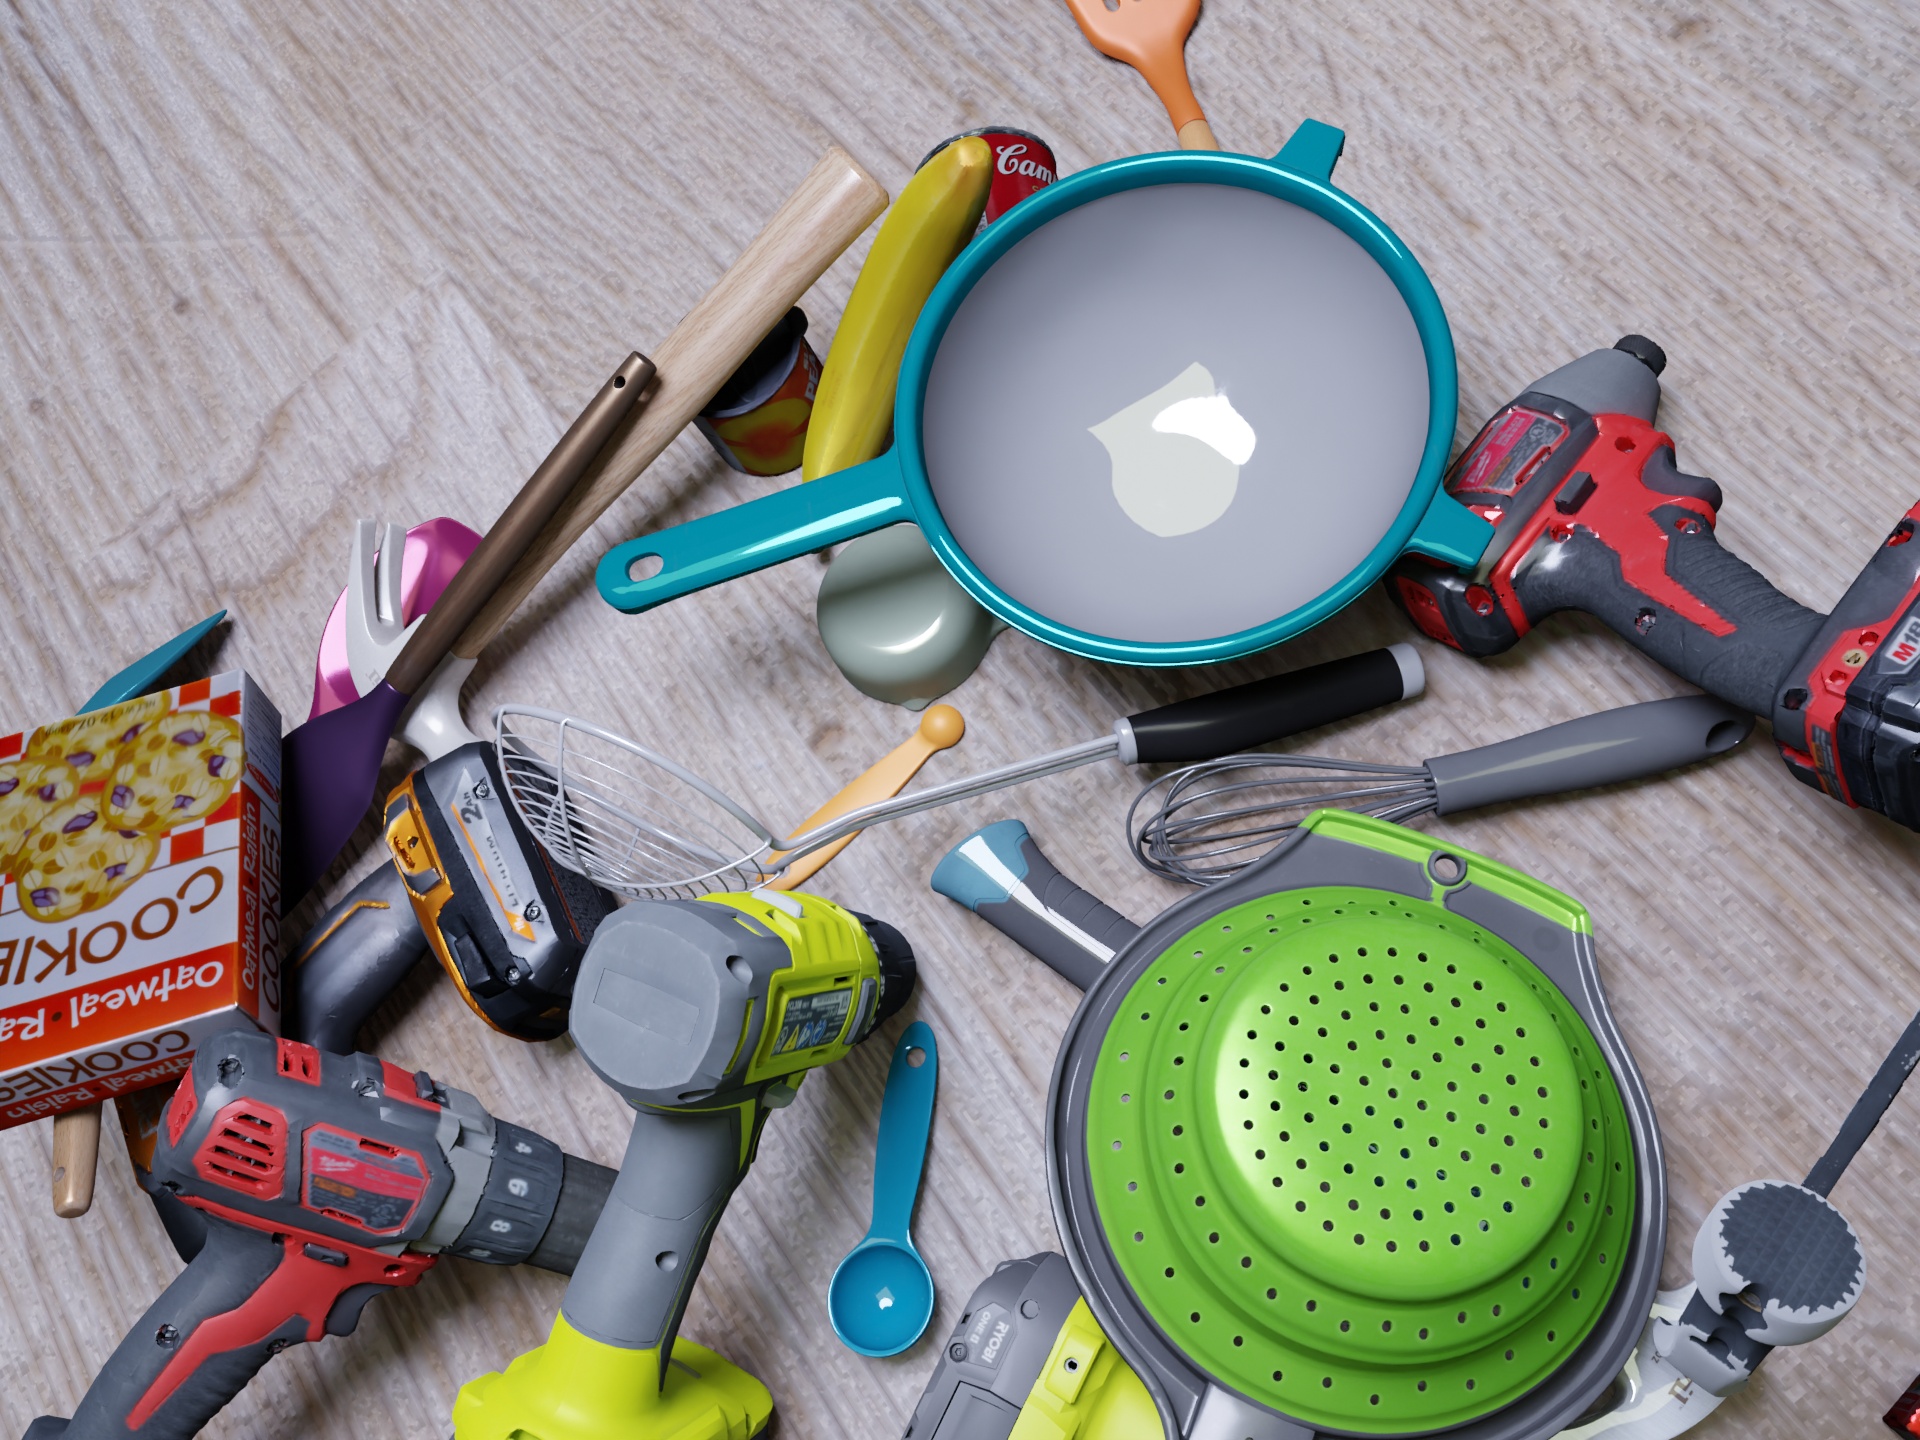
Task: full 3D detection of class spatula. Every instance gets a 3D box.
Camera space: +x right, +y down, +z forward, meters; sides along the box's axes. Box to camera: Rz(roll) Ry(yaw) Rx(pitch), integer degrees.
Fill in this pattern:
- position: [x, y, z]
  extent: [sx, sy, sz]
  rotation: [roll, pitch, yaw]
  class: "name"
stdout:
- position: [-0.234, -0.036, 0.700]
  extent: [0.060, 0.018, 0.316]
  rotation: [44, 103, 11]
  class: "spatula"
- position: [0.113, -0.258, 0.729]
  extent: [0.081, 0.041, 0.323]
  rotation: [-19, 68, 7]
  class: "spatula"
- position: [-0.369, 0.069, 0.696]
  extent: [0.082, 0.044, 0.318]
  rotation: [-28, 52, 11]
  class: "spatula"

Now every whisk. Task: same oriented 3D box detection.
- position: [0.181, 0.022, 0.609]
  extent: [0.239, 0.055, 0.055]
  rotation: [-13, 68, 6]
  class: "whisk"

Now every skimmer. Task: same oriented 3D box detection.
- position: [-0.001, -0.002, 0.636]
  extent: [0.363, 0.127, 0.090]
  rotation: [-15, 67, -3]
  class: "skimmer"

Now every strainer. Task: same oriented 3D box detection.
- position: [0.025, -0.093, 0.646]
  extent: [0.340, 0.095, 0.211]
  rotation: [-17, 73, 8]
  class: "strainer"

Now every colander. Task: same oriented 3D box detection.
- position: [0.093, 0.195, 0.467]
  extent: [0.204, 0.094, 0.397]
  rotation: [21, 68, 14]
  class: "colander"

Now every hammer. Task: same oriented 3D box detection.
- position: [-0.156, -0.118, 0.702]
  extent: [0.331, 0.031, 0.130]
  rotation: [-45, 76, 13]
  class: "hammer"
- position: [0.126, 0.137, 0.589]
  extent: [0.331, 0.033, 0.128]
  rotation: [34, 81, 23]
  class: "hammer"
- position: [0.341, 0.049, 0.507]
  extent: [0.036, 0.149, 0.409]
  rotation: [35, 68, 30]
  class: "hammer"

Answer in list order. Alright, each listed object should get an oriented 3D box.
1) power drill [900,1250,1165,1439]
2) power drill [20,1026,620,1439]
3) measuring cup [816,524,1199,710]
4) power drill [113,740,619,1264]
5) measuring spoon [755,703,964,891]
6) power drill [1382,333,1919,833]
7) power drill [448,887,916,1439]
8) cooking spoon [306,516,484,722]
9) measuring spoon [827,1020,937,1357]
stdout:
- position: [0.083, 0.293, 0.522]
  extent: [0.223, 0.080, 0.171]
  rotation: [24, 78, 18]
  class: "power drill"
- position: [-0.238, 0.239, 0.596]
  extent: [0.227, 0.187, 0.080]
  rotation: [-62, 28, 0]
  class: "power drill"
- position: [0.017, -0.056, 0.683]
  extent: [0.167, 0.038, 0.083]
  rotation: [-9, 69, 13]
  class: "measuring cup"
- position: [-0.253, 0.130, 0.670]
  extent: [0.226, 0.084, 0.164]
  rotation: [-33, 66, 7]
  class: "power drill"
- position: [-0.045, 0.034, 0.682]
  extent: [0.117, 0.011, 0.021]
  rotation: [-42, 66, -2]
  class: "measuring spoon"
- position: [0.274, -0.063, 0.569]
  extent: [0.143, 0.078, 0.220]
  rotation: [-50, 43, -6]
  class: "power drill"
- position: [-0.088, 0.170, 0.569]
  extent: [0.080, 0.190, 0.228]
  rotation: [19, 91, 20]
  class: "power drill"
- position: [-0.327, 0.038, 0.754]
  extent: [0.069, 0.017, 0.319]
  rotation: [34, 82, 10]
  class: "cooking spoon"
- position: [-0.022, 0.183, 0.625]
  extent: [0.042, 0.021, 0.129]
  rotation: [0, 62, 16]
  class: "measuring spoon"
